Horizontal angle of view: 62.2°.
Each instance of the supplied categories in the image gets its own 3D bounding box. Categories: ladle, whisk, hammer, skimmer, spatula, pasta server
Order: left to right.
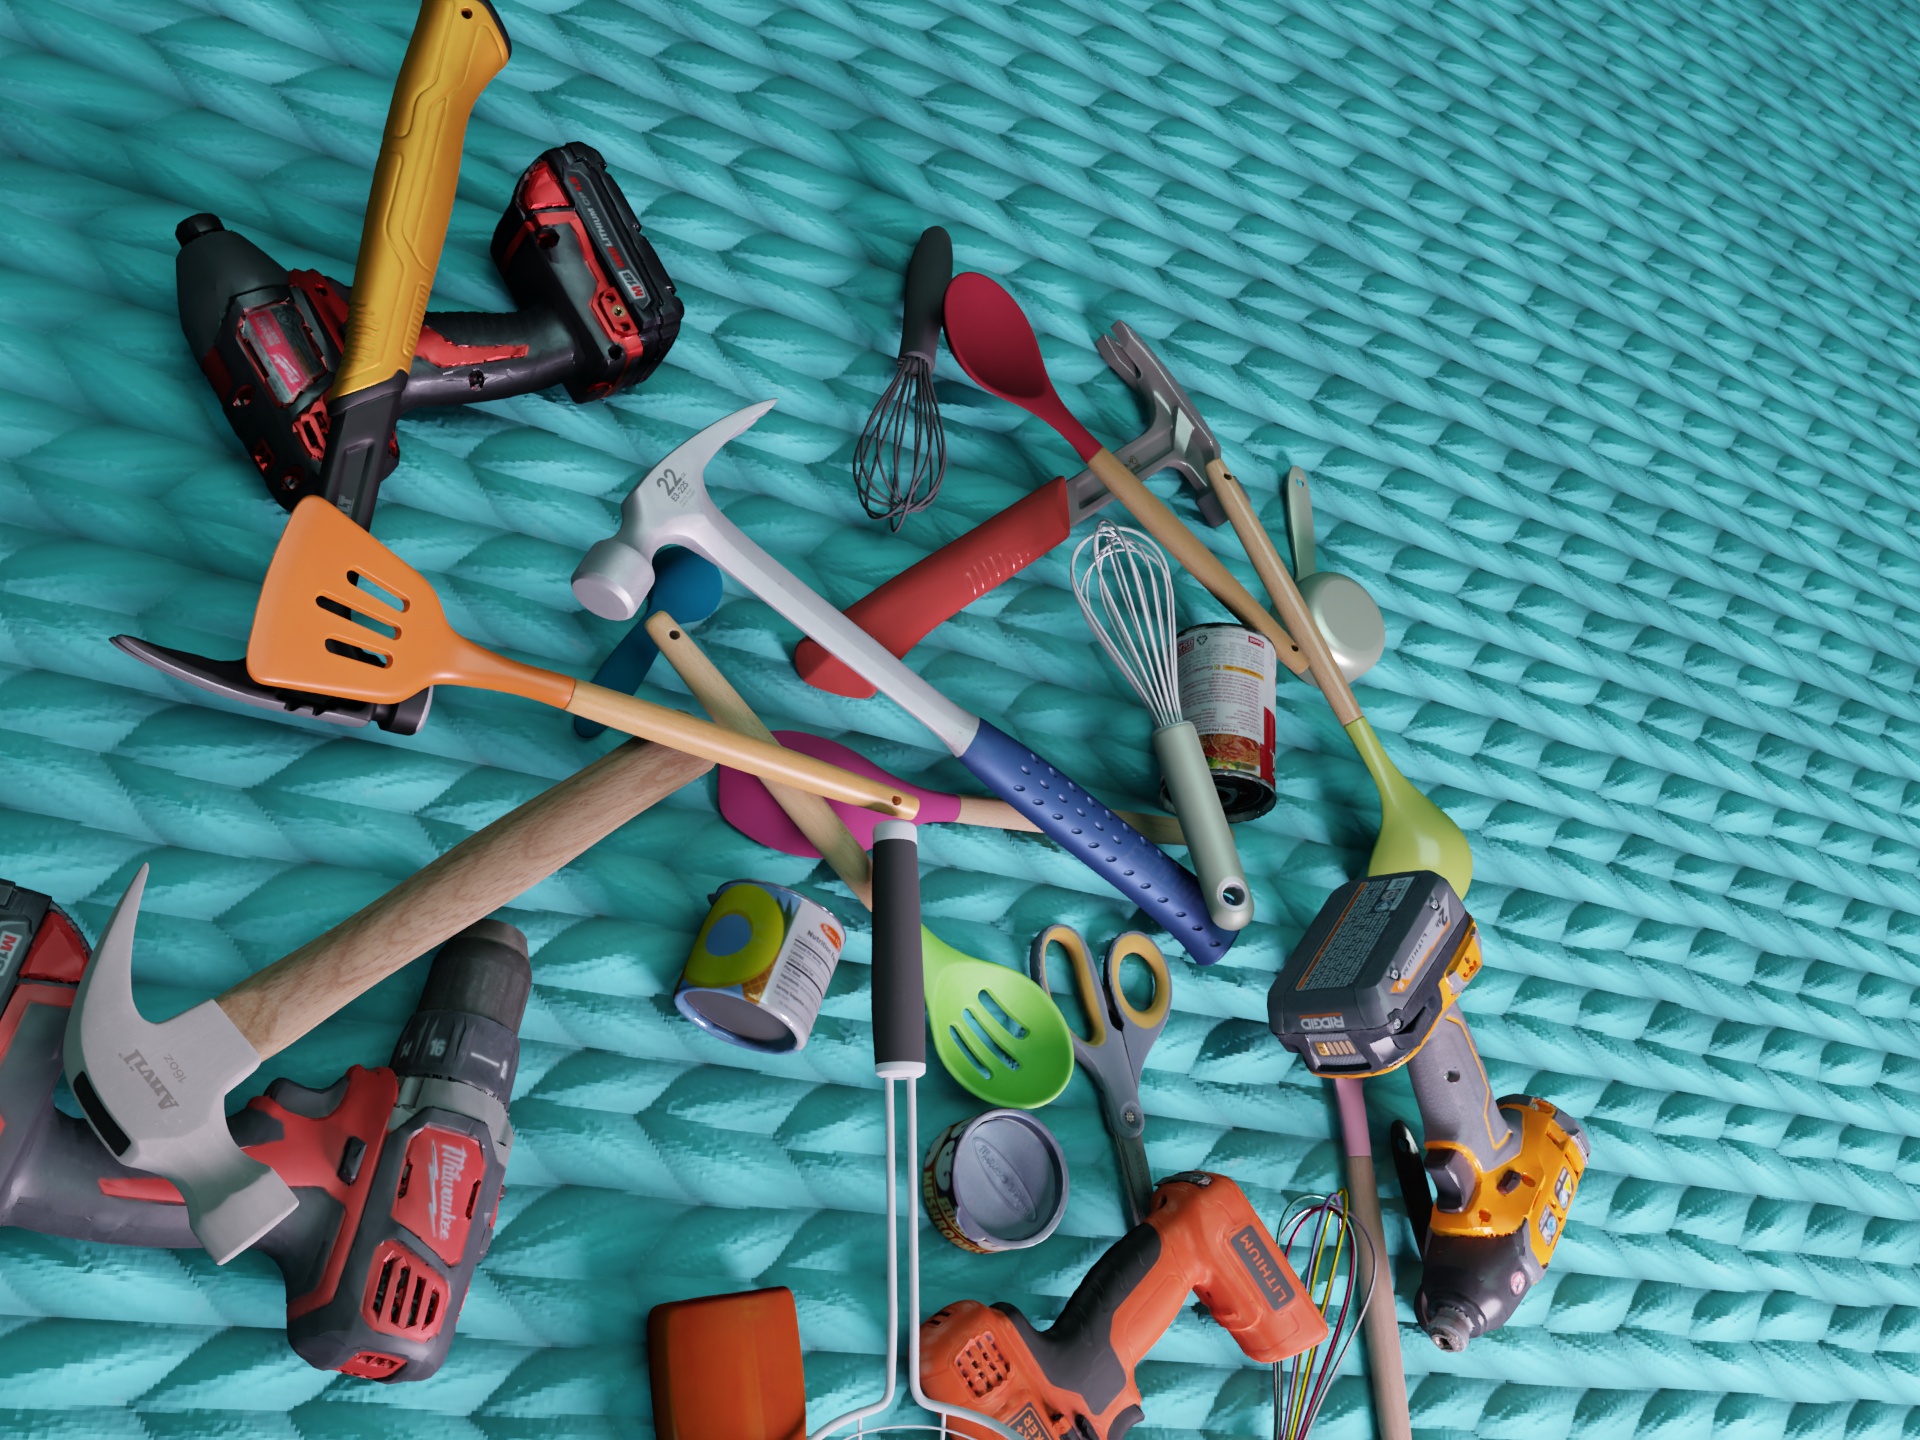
[{"bbox_3d":[-0.263,-0.169,0.699,0.127,0.034,0.337,16,80,-33],"label":"hammer"},{"bbox_3d":[-0.210,0.068,0.658,0.130,0.031,0.331,51,36,0],"label":"hammer"},{"bbox_3d":[-0.152,-0.005,0.722,0.322,0.041,0.081,20,73,-28],"label":"spatula"},{"bbox_3d":[-0.019,0.206,0.688,0.127,0.090,0.364,3,65,-12],"label":"skimmer"},{"bbox_3d":[-0.026,-0.210,0.948,0.055,0.055,0.239,22,54,-22],"label":"whisk"},{"bbox_3d":[-0.001,-0.003,0.832,0.405,0.035,0.144,38,58,-19],"label":"hammer"},{"bbox_3d":[0.033,-0.120,0.945,0.359,0.036,0.149,-36,89,-38],"label":"hammer"},{"bbox_3d":[0.100,-0.143,0.956,0.315,0.031,0.069,45,54,-6],"label":"ladle"},{"bbox_3d":[0.115,-0.001,0.886,0.058,0.059,0.246,-13,73,-12],"label":"whisk"},{"bbox_3d":[0.168,0.355,0.809,0.051,0.047,0.245,31,59,-18],"label":"whisk"},{"bbox_3d":[0.227,-0.019,1.000,0.078,0.062,0.320,-23,82,-28],"label":"ladle"},{"bbox_3d":[0.232,0.271,0.888,0.060,0.040,0.316,15,62,-37],"label":"pasta server"}]

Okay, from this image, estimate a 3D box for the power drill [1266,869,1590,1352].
[{"bbox_3d":[0.256,0.214,0.859,0.164,0.084,0.226,-44,110,-41],"label":"power drill"}]

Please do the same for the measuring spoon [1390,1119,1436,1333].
[{"bbox_3d":[0.262,0.293,0.914,0.034,0.018,0.124,10,57,-27],"label":"measuring spoon"}]

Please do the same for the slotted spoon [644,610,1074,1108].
[{"bbox_3d":[-0.054,0.070,0.799,0.313,0.031,0.070,51,57,-6],"label":"slotted spoon"}]

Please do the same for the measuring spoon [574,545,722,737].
[{"bbox_3d":[-0.157,-0.042,0.802,0.042,0.021,0.129,36,54,-13],"label":"measuring spoon"}]

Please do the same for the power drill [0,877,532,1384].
[{"bbox_3d":[-0.279,0.137,0.614,0.226,0.080,0.188,25,51,-24],"label":"power drill"}]

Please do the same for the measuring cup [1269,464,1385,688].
[{"bbox_3d":[0.243,-0.104,1.063,0.083,0.038,0.168,9,66,-28],"label":"measuring cup"}]

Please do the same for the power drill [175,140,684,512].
[{"bbox_3d":[-0.260,-0.200,0.777,0.219,0.078,0.143,-30,91,-34],"label":"power drill"}]

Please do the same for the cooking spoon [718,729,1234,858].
[{"bbox_3d":[0.019,0.050,0.870,0.318,0.017,0.069,8,65,-27],"label":"cooking spoon"}]
